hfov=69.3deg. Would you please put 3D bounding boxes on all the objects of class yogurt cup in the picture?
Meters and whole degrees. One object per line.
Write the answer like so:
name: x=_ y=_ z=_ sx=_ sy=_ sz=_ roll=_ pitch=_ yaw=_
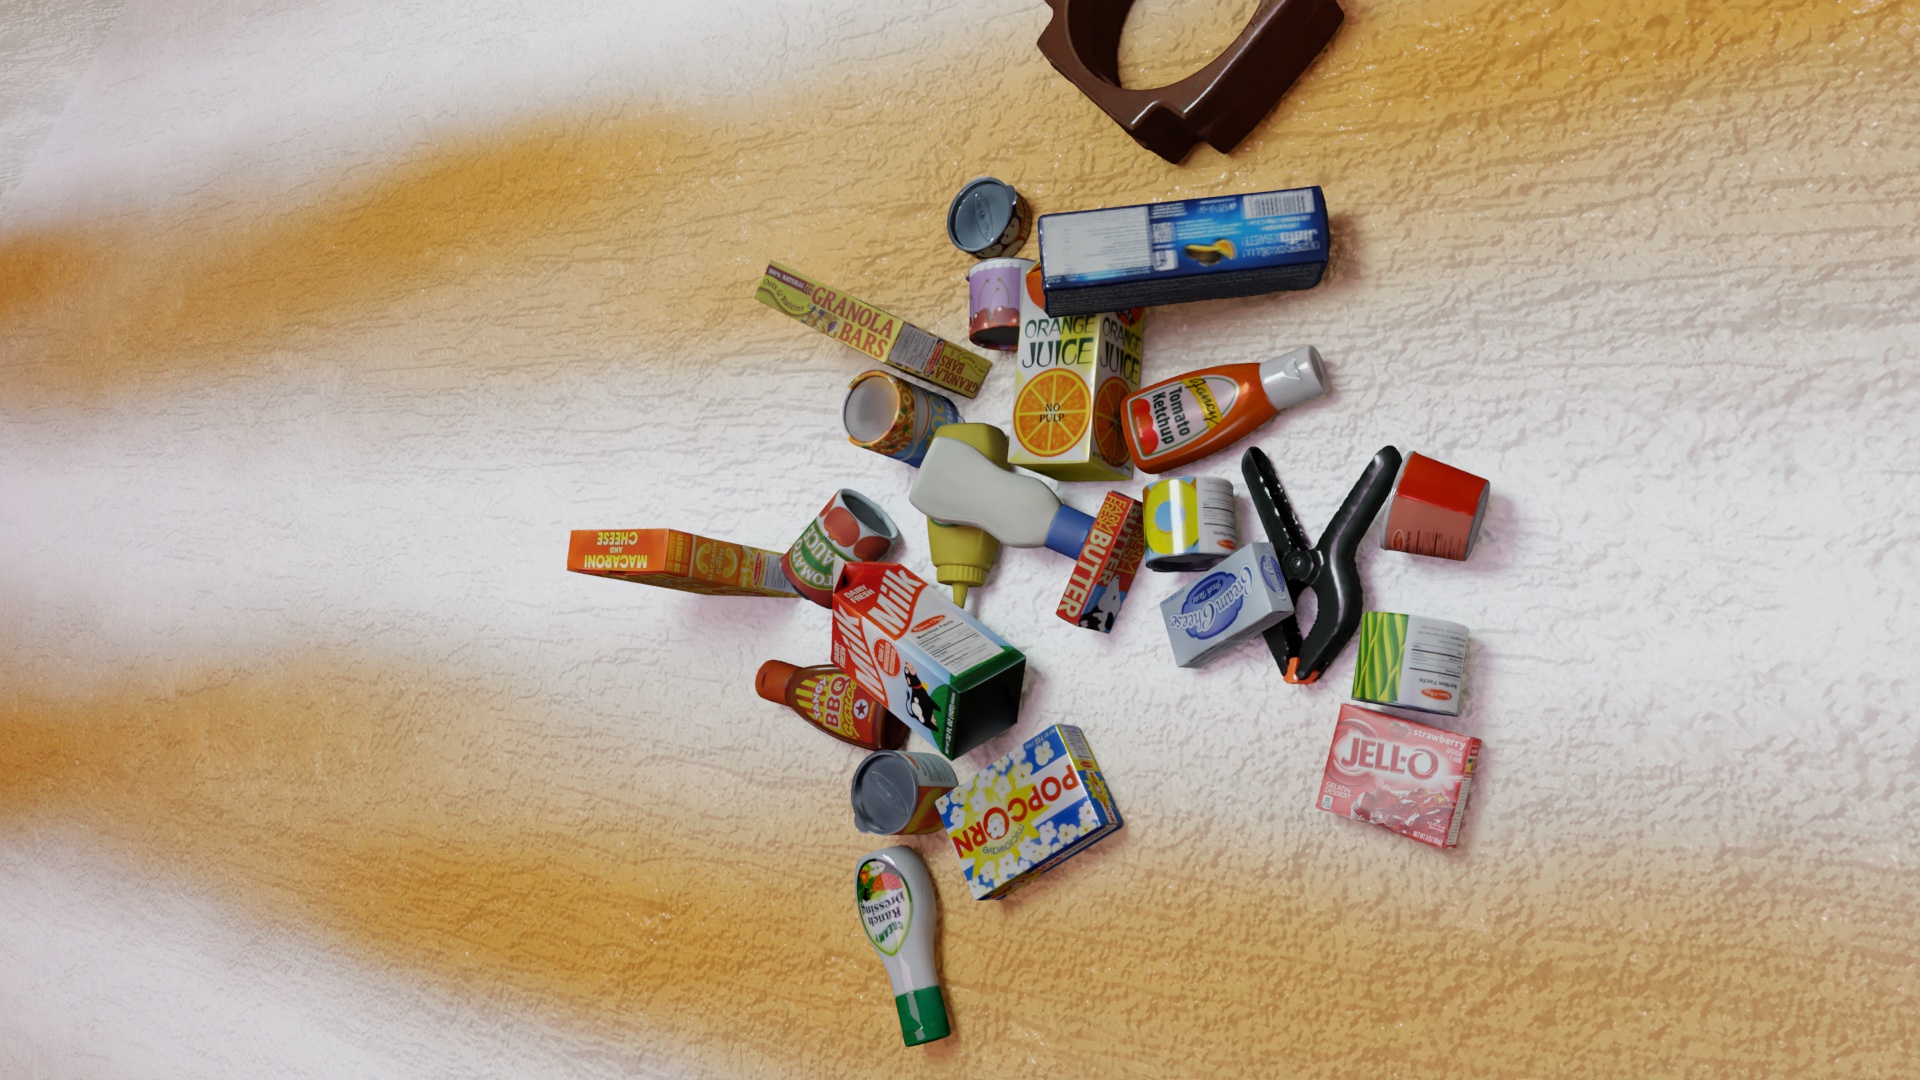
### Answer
yogurt cup: x=0.307 y=-0.019 z=0.897 sx=0.054 sy=0.072 sz=0.072 roll=17 pitch=91 yaw=24

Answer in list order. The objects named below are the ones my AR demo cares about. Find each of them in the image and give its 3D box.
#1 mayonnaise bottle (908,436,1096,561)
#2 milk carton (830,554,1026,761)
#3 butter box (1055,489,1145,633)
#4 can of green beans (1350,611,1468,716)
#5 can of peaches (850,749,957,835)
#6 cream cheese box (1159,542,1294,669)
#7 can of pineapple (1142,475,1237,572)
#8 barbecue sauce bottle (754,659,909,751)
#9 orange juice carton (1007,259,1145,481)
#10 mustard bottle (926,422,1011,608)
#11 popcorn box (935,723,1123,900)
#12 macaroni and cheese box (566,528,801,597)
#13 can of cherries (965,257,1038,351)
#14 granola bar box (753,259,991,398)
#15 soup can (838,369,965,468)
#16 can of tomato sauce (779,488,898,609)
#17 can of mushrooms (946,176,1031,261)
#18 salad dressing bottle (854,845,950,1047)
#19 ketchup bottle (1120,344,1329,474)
mayonnaise bottle: x=0.038 y=-0.026 z=1.068 sx=0.148 sy=0.041 sz=0.065 roll=24 pitch=87 yaw=9
milk carton: x=-0.042 y=0.083 z=1.102 sx=0.191 sy=0.074 sz=0.072 roll=35 pitch=134 yaw=35
butter box: x=0.111 y=0.016 z=1.035 sx=0.024 sy=0.053 sz=0.103 roll=26 pitch=96 yaw=34
can of green beans: x=0.287 y=0.079 z=0.889 sx=0.071 sy=0.071 sz=0.058 roll=5 pitch=83 yaw=36
can of peaches: x=-0.045 y=0.202 z=1.103 sx=0.071 sy=0.058 sz=0.071 roll=-7 pitch=77 yaw=34
cream cheese box: x=0.185 y=0.047 z=0.971 sx=0.103 sy=0.024 sz=0.053 roll=-42 pitch=54 yaw=48
can of pineapple: x=0.163 y=-0.011 z=0.996 sx=0.071 sy=0.071 sz=0.058 roll=-10 pitch=75 yaw=34
barbecue sauce bottle: x=-0.109 y=0.132 z=1.172 sx=0.148 sy=0.044 sz=0.065 roll=11 pitch=88 yaw=37
orange juice carton: x=0.093 y=-0.146 z=1.071 sx=0.073 sy=0.072 sz=0.193 roll=0 pitch=81 yaw=35
mustard bottle: x=0.004 y=-0.014 z=1.119 sx=0.065 sy=0.049 sz=0.160 roll=-3 pitch=78 yaw=32
popcorn box: x=0.050 y=0.205 z=1.046 sx=0.126 sy=0.038 sz=0.085 roll=-37 pitch=62 yaw=24
macaroni and cheese box: x=-0.236 y=0.022 z=1.209 sx=0.123 sy=0.166 sz=0.040 roll=0 pitch=81 yaw=36
can of cherries: x=0.037 y=-0.190 z=1.123 sx=0.071 sy=0.071 sz=0.058 roll=-7 pitch=78 yaw=34
granola bar box: x=-0.074 y=-0.176 z=1.162 sx=0.166 sy=0.124 sz=0.039 roll=30 pitch=99 yaw=36
soup can: x=-0.049 y=-0.101 z=1.154 sx=0.071 sy=0.084 sz=0.071 roll=-8 pitch=76 yaw=34
can of tomato sauce: x=-0.104 y=0.007 z=1.178 sx=0.083 sy=0.071 sz=0.071 roll=-49 pitch=57 yaw=17
can of mushrooms: x=0.026 y=-0.270 z=1.168 sx=0.071 sy=0.033 sz=0.071 roll=-9 pitch=75 yaw=34
salad dressing bottle: x=-0.043 y=0.316 z=1.085 sx=0.064 sy=0.044 sz=0.148 roll=-28 pitch=66 yaw=27
ketchup bottle: x=0.191 y=-0.099 z=1.009 sx=0.148 sy=0.043 sz=0.065 roll=-20 pitch=72 yaw=30
